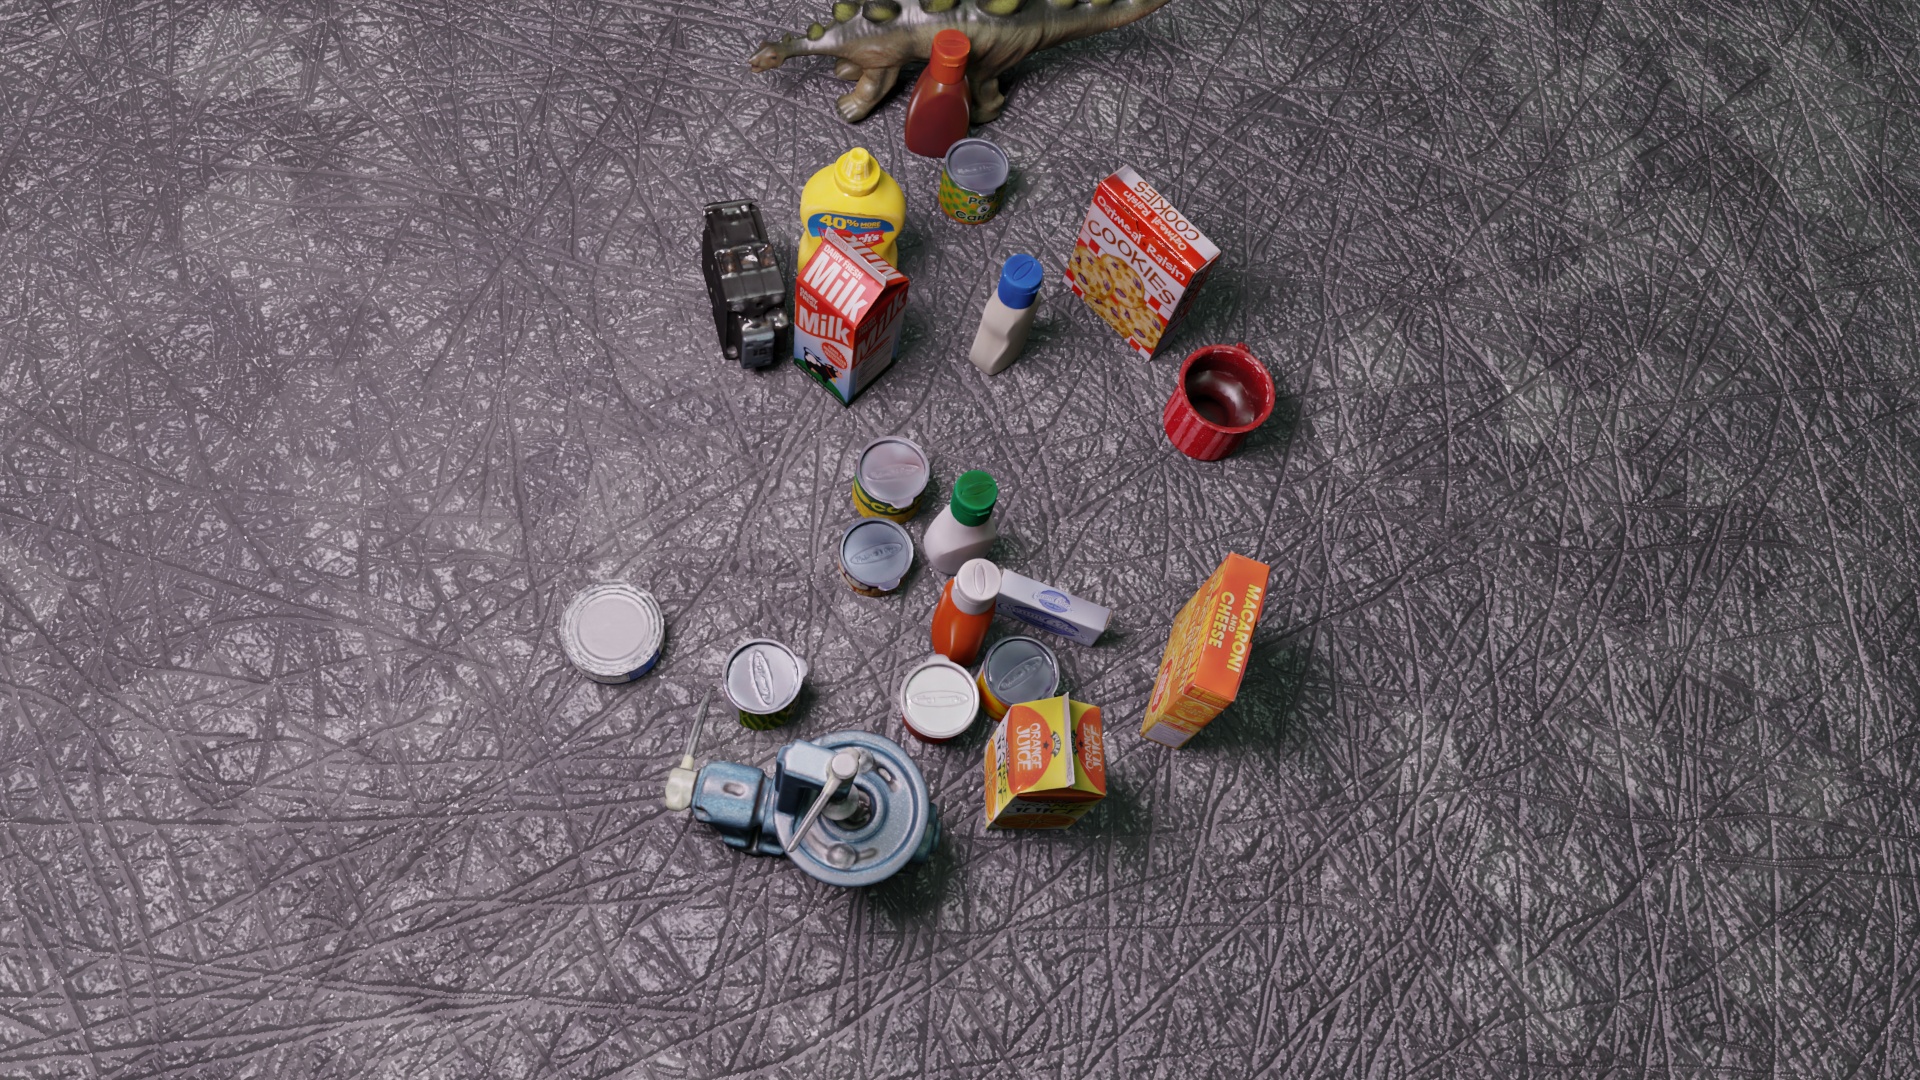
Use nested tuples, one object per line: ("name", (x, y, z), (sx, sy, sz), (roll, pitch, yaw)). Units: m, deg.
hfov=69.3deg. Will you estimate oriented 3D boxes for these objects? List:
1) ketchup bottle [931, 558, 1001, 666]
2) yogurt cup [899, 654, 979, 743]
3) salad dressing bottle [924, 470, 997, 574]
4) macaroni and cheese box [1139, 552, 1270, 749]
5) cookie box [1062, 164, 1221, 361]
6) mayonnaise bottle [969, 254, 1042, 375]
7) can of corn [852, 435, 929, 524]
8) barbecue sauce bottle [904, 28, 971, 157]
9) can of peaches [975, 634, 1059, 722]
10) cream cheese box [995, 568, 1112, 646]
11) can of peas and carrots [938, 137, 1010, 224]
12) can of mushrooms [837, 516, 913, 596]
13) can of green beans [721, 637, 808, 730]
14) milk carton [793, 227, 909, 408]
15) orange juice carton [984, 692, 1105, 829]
("ketchup bottle", (0.005, 0.058, 1.178), (0.043, 0.148, 0.065), (-1, 69, -9))
("yogurt cup", (-0.021, 0.142, 1.192), (0.072, 0.053, 0.072), (3, 68, -7))
("salad dressing bottle", (0.004, -0.015, 1.209), (0.064, 0.147, 0.044), (-17, 72, -15))
("macaroni and cheese box", (0.208, 0.097, 1.183), (0.040, 0.165, 0.124), (21, 67, 0))
("cookie box", (0.168, -0.260, 1.323), (0.040, 0.166, 0.123), (-41, 79, -20))
("mayonnaise bottle", (0.046, -0.213, 1.296), (0.041, 0.147, 0.065), (40, 68, 8))
("can of corn", (-0.063, -0.051, 1.262), (0.071, 0.058, 0.071), (3, 68, -7))
("barbecue sauce bottle", (-0.018, -0.443, 1.380), (0.065, 0.148, 0.044), (-1, 69, -9))
("can of peaches", (0.050, 0.124, 1.207), (0.071, 0.057, 0.071), (3, 68, -7))
("cream cheese box", (0.079, 0.061, 1.240), (0.104, 0.053, 0.024), (21, 67, 0))
("can of peas and carrots", (0.014, -0.360, 1.400), (0.071, 0.058, 0.071), (3, 68, -7))
("can of mushrooms", (-0.076, 0.017, 1.245), (0.071, 0.033, 0.071), (3, 68, -7))
("can of green beans", (-0.168, 0.122, 1.175), (0.071, 0.057, 0.071), (3, 68, -7))
("milk carton", (-0.099, -0.206, 1.248), (0.072, 0.189, 0.074), (41, 69, 9))
("orange juice carton", (0.069, 0.180, 1.114), (0.073, 0.192, 0.072), (2, 68, -7))
